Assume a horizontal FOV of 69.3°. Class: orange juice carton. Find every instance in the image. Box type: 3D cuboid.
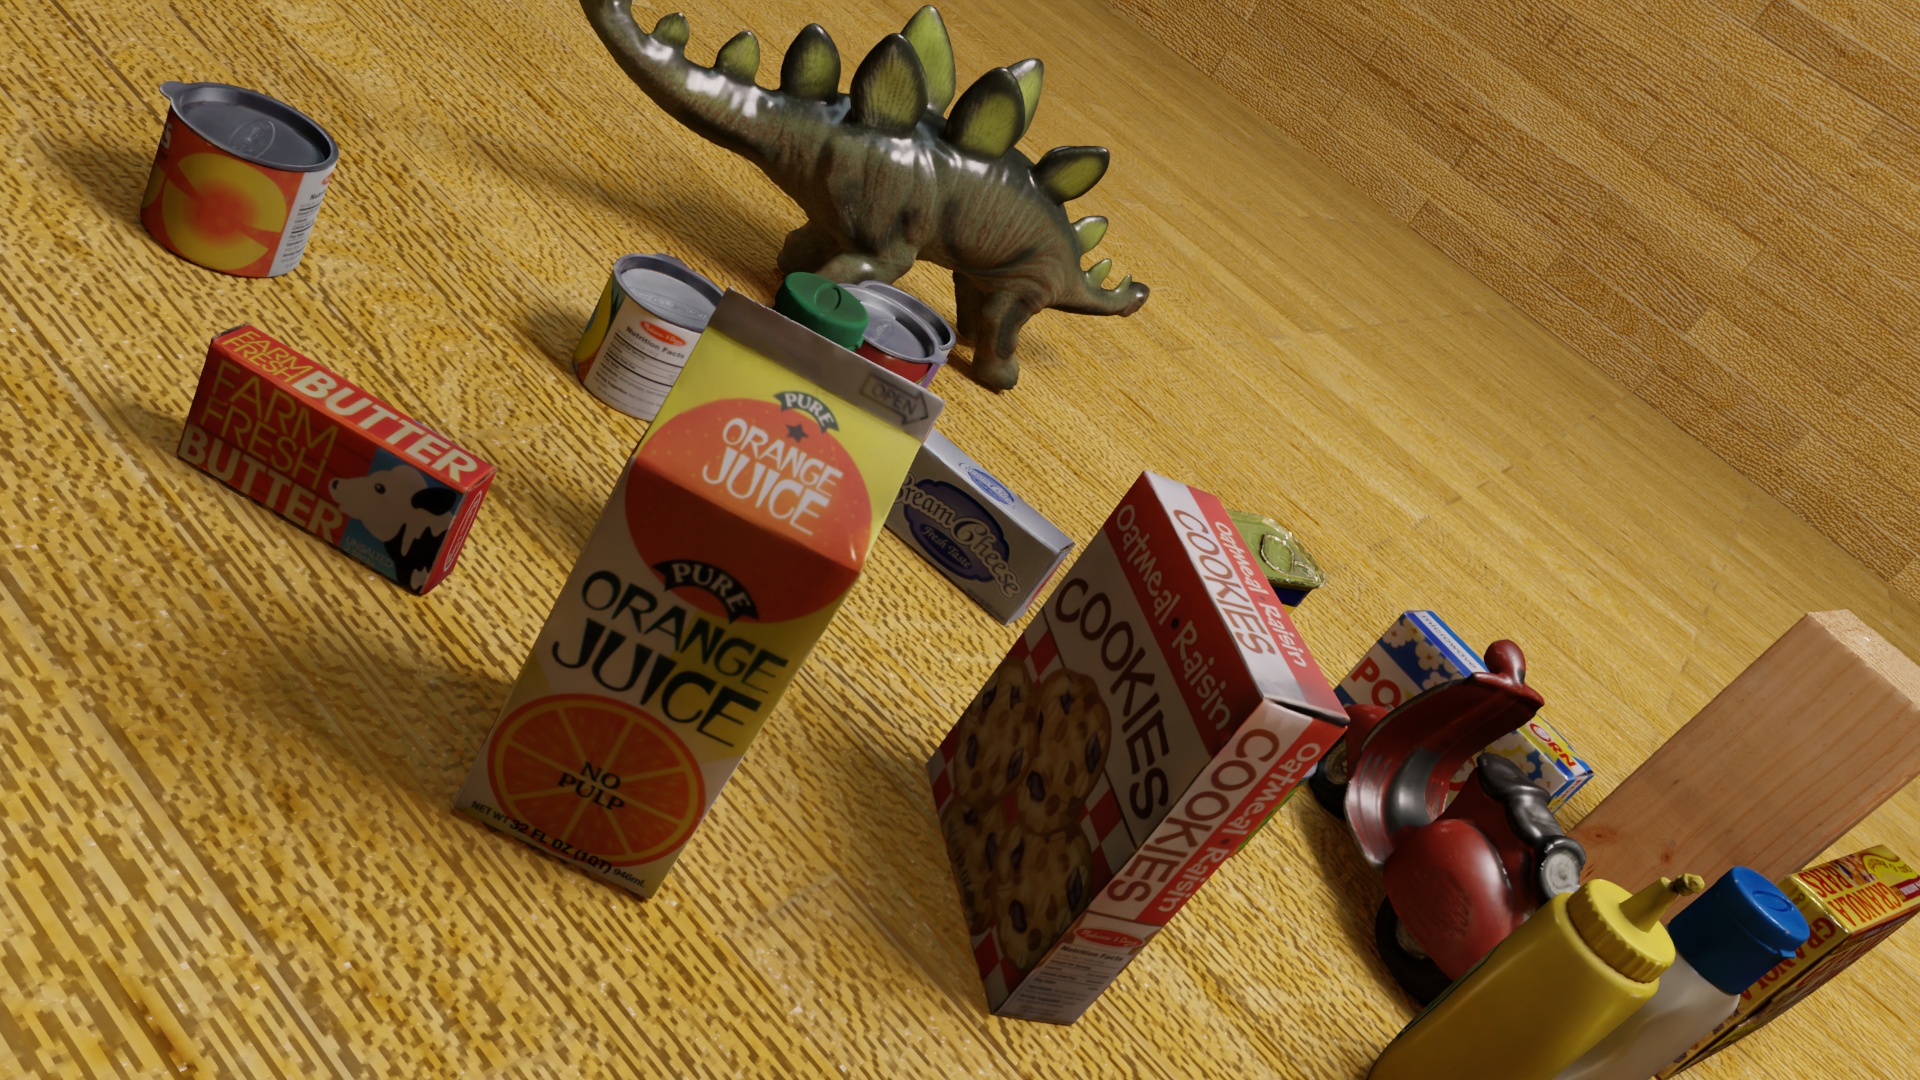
[{"bbox_3d":[-0.082,0.015,0.434,0.072,0.191,0.073,29,28,-11],"label":"orange juice carton"}]

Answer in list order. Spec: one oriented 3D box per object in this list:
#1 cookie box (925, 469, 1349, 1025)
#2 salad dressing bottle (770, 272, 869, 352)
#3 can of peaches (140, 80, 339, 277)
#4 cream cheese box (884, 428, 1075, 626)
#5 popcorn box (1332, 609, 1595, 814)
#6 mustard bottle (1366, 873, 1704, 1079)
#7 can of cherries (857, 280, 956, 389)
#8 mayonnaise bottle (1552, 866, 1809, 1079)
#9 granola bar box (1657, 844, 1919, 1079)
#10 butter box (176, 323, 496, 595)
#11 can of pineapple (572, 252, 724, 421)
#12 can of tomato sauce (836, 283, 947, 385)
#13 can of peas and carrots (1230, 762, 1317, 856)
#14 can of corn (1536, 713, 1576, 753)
[{"bbox_3d":[0.055,0.076,0.511,0.040,0.166,0.123,19,31,-27],"label":"cookie box"},{"bbox_3d":[-0.086,-0.039,0.564,0.044,0.147,0.064,29,27,-9],"label":"salad dressing bottle"},{"bbox_3d":[-0.315,-0.157,0.603,0.071,0.057,0.071,26,28,-15],"label":"can of peaches"},{"bbox_3d":[0.003,-0.009,0.714,0.104,0.053,0.024,40,28,11],"label":"cream cheese box"},{"bbox_3d":[0.272,0.111,0.776,0.038,0.085,0.127,1,41,-47],"label":"popcorn box"},{"bbox_3d":[0.227,0.177,0.542,0.065,0.159,0.049,-2,44,-49],"label":"mustard bottle"},{"bbox_3d":[-0.047,-0.111,0.818,0.071,0.058,0.072,26,28,-15],"label":"can of cherries"},{"bbox_3d":[0.287,0.197,0.587,0.065,0.147,0.041,15,33,-32],"label":"mayonnaise bottle"},{"bbox_3d":[0.432,0.220,0.733,0.166,0.123,0.039,5,39,-43],"label":"granola bar box"},{"bbox_3d":[-0.225,-0.029,0.500,0.103,0.053,0.024,31,27,-5],"label":"butter box"},{"bbox_3d":[-0.151,-0.101,0.691,0.071,0.057,0.071,26,28,-15],"label":"can of pineapple"},{"bbox_3d":[-0.058,-0.081,0.733,0.071,0.082,0.071,26,28,-15],"label":"can of tomato sauce"},{"bbox_3d":[0.125,0.106,0.656,0.071,0.058,0.071,26,28,-15],"label":"can of peas and carrots"},{"bbox_3d":[0.320,0.136,0.818,0.071,0.058,0.071,26,28,-15],"label":"can of corn"}]
